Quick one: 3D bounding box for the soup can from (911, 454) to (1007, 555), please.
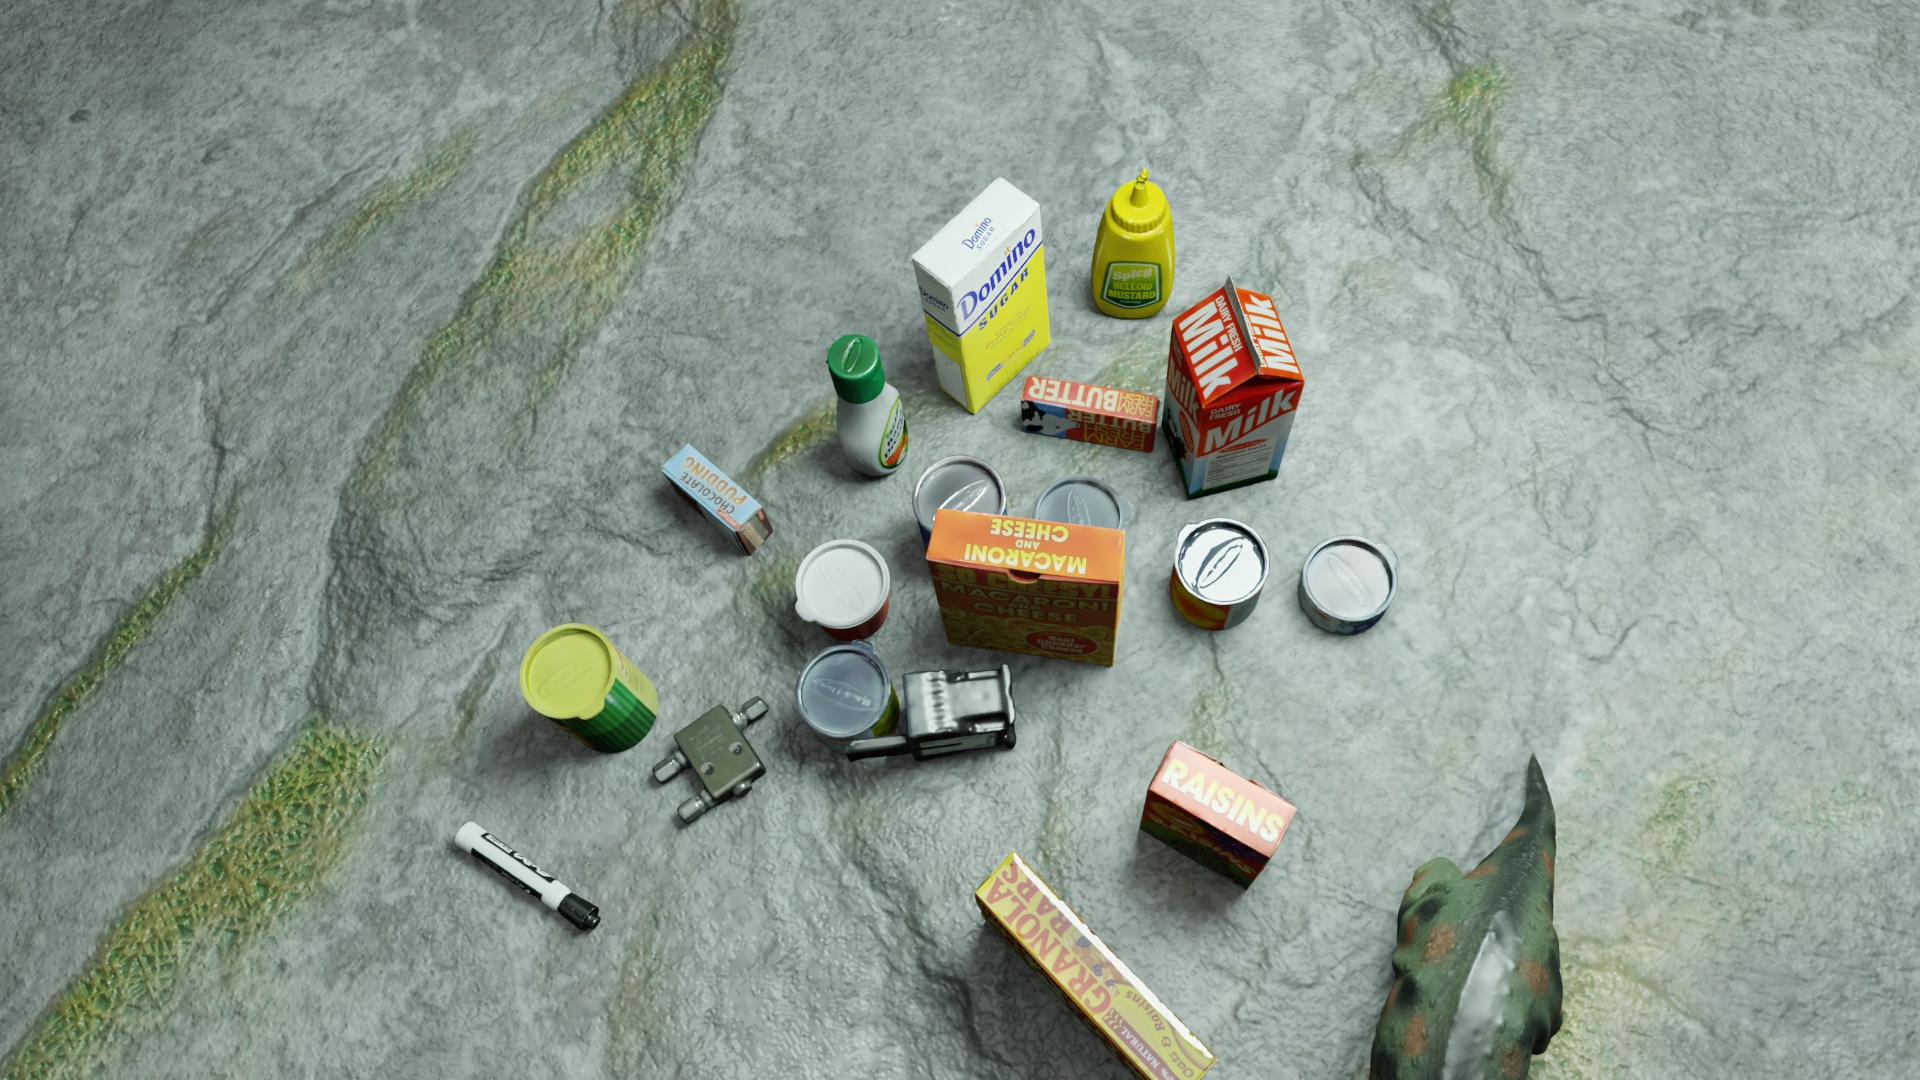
[{"bbox_3d":[0.004,-0.013,1.010,0.071,0.083,0.071,-2,67,4],"label":"soup can"}]

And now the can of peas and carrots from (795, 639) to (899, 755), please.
[{"bbox_3d":[-0.077,0.111,0.977,0.071,0.058,0.071,-2,67,4],"label":"can of peas and carrots"}]

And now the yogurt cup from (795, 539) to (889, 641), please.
[{"bbox_3d":[-0.082,0.039,1.011,0.072,0.053,0.072,-2,67,4],"label":"yogurt cup"}]

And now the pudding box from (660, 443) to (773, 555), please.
[{"bbox_3d":[-0.184,-0.031,1.052,0.084,0.049,0.030,39,75,18],"label":"pudding box"}]

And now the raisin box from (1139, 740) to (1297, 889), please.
[{"bbox_3d":[0.163,0.178,0.893,0.086,0.123,0.040,29,73,16],"label":"raisin box"}]

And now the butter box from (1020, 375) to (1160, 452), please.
[{"bbox_3d":[0.098,-0.096,1.054,0.103,0.053,0.024,10,69,9],"label":"butter box"}]

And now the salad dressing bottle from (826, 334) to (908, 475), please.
[{"bbox_3d":[-0.069,-0.098,1.018,0.044,0.147,0.064,16,70,11],"label":"salad dressing bottle"}]

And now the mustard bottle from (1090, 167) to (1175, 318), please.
[{"bbox_3d":[0.131,-0.226,1.049,0.065,0.159,0.049,2,68,6],"label":"mustard bottle"}]

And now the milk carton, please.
[{"bbox_3d":[0.190,-0.106,0.976,0.073,0.190,0.072,-14,67,-1],"label":"milk carton"}]

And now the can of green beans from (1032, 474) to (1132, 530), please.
[{"bbox_3d":[0.086,-0.006,1.014,0.071,0.057,0.071,-2,67,4],"label":"can of green beans"}]

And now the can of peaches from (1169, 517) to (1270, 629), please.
[{"bbox_3d":[0.183,0.023,0.994,0.071,0.058,0.071,-2,67,4],"label":"can of peaches"}]

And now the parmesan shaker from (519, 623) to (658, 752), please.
[{"bbox_3d":[-0.256,0.108,0.970,0.071,0.102,0.071,-2,67,4],"label":"parmesan shaker"}]

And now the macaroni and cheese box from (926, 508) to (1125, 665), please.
[{"bbox_3d":[0.048,0.035,0.941,0.124,0.166,0.040,7,68,8],"label":"macaroni and cheese box"}]

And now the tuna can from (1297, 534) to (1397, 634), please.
[{"bbox_3d":[0.279,0.031,0.996,0.071,0.032,0.071,-2,67,4],"label":"tuna can"}]

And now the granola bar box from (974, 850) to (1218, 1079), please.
[{"bbox_3d":[0.080,0.274,0.859,0.039,0.123,0.166,-43,70,-12],"label":"granola bar box"}]
